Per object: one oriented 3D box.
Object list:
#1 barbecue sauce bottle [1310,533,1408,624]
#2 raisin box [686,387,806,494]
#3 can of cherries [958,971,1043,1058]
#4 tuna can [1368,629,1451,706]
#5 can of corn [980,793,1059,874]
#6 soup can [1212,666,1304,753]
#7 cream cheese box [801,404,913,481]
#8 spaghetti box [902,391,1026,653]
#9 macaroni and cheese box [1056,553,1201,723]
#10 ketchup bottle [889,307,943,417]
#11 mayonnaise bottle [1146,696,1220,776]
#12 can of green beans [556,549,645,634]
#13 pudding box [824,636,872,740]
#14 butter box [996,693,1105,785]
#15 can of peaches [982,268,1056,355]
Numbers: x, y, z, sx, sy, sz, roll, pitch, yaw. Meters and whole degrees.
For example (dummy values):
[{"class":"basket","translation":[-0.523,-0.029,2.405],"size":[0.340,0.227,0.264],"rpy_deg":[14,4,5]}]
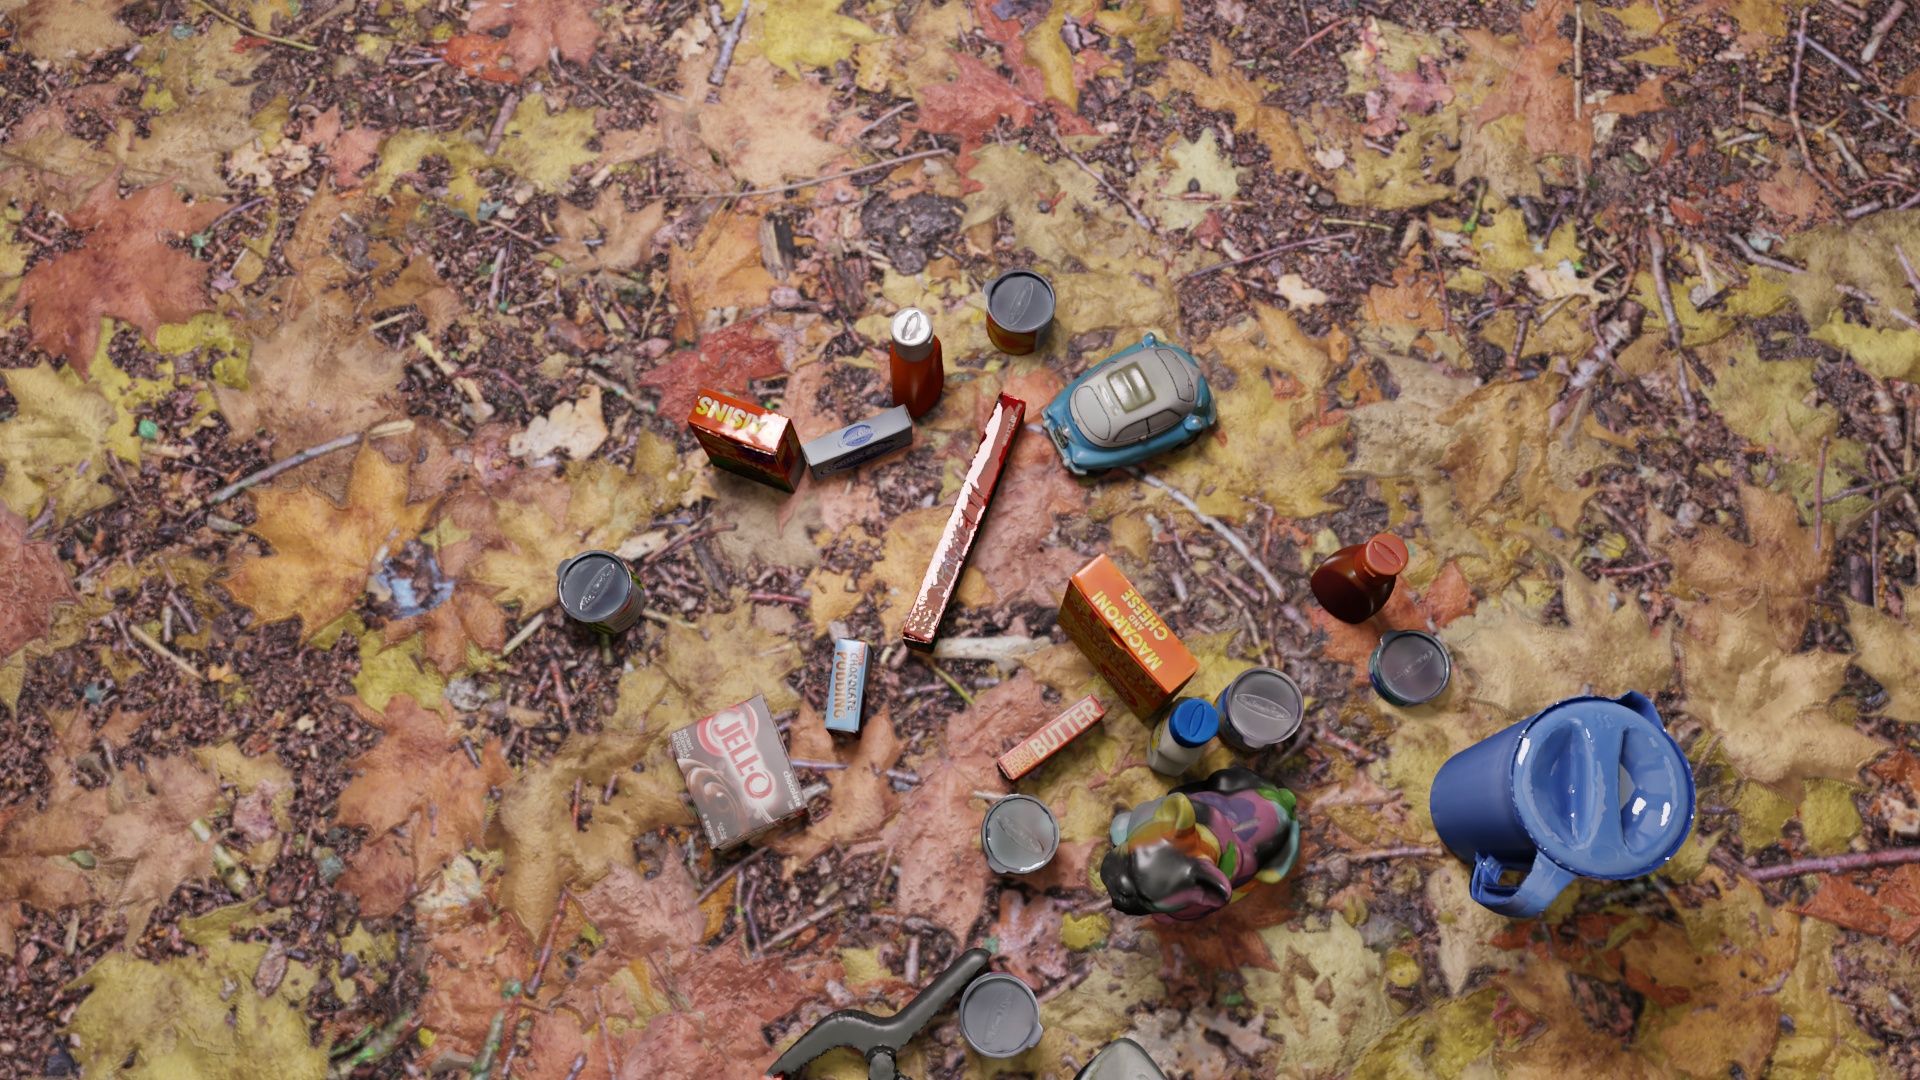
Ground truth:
[{"class":"barbecue sauce bottle","translation":[0.351,0.031,1.211],"size":[0.044,0.148,0.065],"rpy_deg":[-43,79,-10]},{"class":"raisin box","translation":[-0.192,-0.089,1.262],"size":[0.086,0.123,0.040],"rpy_deg":[21,76,6]},{"class":"can of cherries","translation":[0.034,0.396,1.157],"size":[0.071,0.058,0.071],"rpy_deg":[0,74,0]},{"class":"tuna can","translation":[0.401,0.113,1.247],"size":[0.071,0.032,0.071],"rpy_deg":[0,74,0]},{"class":"can of corn","translation":[0.049,0.256,1.196],"size":[0.071,0.058,0.071],"rpy_deg":[0,74,0]},{"class":"soup can","translation":[0.256,0.152,1.211],"size":[0.071,0.083,0.071],"rpy_deg":[0,75,0]},{"class":"cream cheese box","translation":[-0.095,-0.090,1.298],"size":[0.104,0.053,0.024],"rpy_deg":[-22,76,-6]},{"class":"spaghetti box","translation":[0.005,-0.016,1.278],"size":[0.029,0.050,0.250],"rpy_deg":[20,75,6]},{"class":"macaroni and cheese box","translation":[0.139,0.088,1.187],"size":[0.040,0.166,0.124],"rpy_deg":[-38,78,-9]},{"class":"ketchup bottle","translation":[-0.041,-0.166,1.269],"size":[0.043,0.148,0.065],"rpy_deg":[22,76,6]},{"class":"mayonnaise bottle","translation":[0.189,0.162,1.175],"size":[0.041,0.147,0.065],"rpy_deg":[19,76,6]},{"class":"can of green beans","translation":[-0.324,0.047,1.258],"size":[0.071,0.057,0.071],"rpy_deg":[0,74,0]},{"class":"pudding box","translation":[-0.099,0.132,1.237],"size":[0.030,0.049,0.084],"rpy_deg":[6,74,2]},{"class":"butter box","translation":[0.079,0.176,1.222],"size":[0.104,0.053,0.024],"rpy_deg":[-34,77,-9]},{"class":"can of peaches","translation":[0.055,-0.219,1.331],"size":[0.071,0.058,0.071],"rpy_deg":[0,74,0]}]
